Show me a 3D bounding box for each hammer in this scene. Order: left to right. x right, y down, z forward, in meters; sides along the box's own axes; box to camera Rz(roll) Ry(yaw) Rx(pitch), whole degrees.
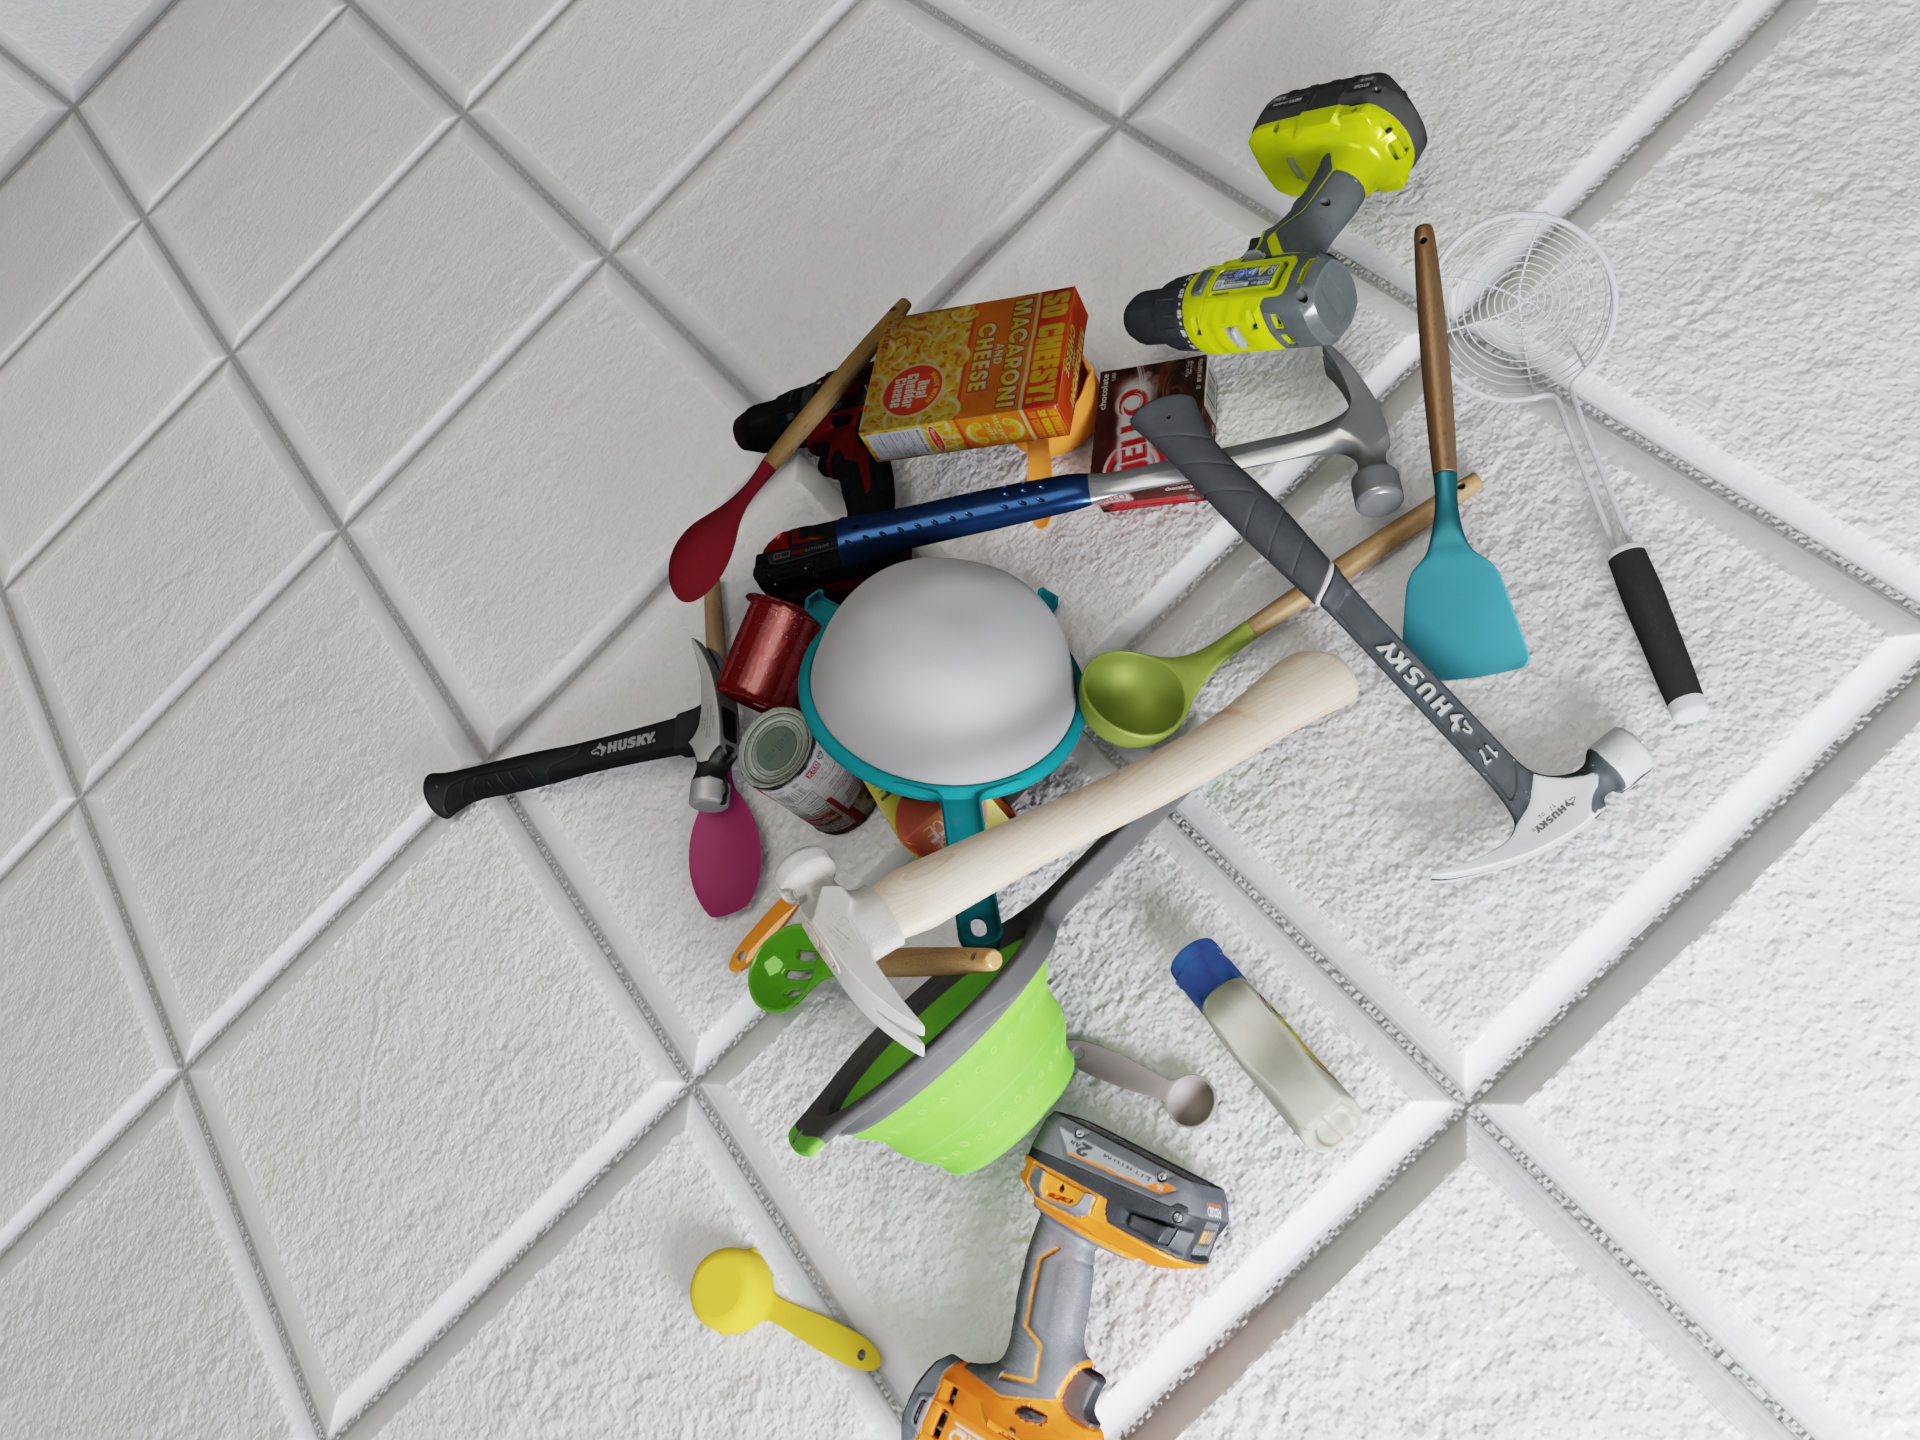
[{"bbox_3d":[-0.329,0.029,1.354,0.335,0.035,0.146,-12,64,27],"label":"hammer"},{"bbox_3d":[0.106,-0.176,1.166,0.405,0.035,0.144,-11,59,12],"label":"hammer"},{"bbox_3d":[0.096,0.059,1.000,0.410,0.038,0.146,-26,53,-22],"label":"hammer"},{"bbox_3d":[0.249,-0.072,1.047,0.149,0.036,0.409,-40,68,2],"label":"hammer"}]

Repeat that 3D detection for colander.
[{"bbox_3d":[0.064,0.171,1.052,0.397,0.204,0.094,-42,92,-16],"label":"colander"}]

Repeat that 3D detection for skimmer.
[{"bbox_3d":[0.403,-0.169,1.036,0.127,0.090,0.364,-26,57,29],"label":"skimmer"}]

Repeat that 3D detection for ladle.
[{"bbox_3d":[-0.140,-0.228,1.309,0.069,0.031,0.315,30,78,43],"label":"ladle"},{"bbox_3d":[0.224,-0.083,1.114,0.320,0.062,0.078,-34,63,7],"label":"ladle"}]

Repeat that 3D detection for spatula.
[{"bbox_3d":[0.326,-0.187,1.076,0.082,0.044,0.318,-7,75,28],"label":"spatula"}]

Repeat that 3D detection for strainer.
[{"bbox_3d":[-0.002,-0.003,1.085,0.211,0.095,0.341,-1,46,-8],"label":"strainer"}]

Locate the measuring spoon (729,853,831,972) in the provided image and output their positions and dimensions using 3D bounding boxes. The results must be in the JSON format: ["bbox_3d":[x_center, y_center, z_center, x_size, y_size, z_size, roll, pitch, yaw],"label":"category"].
[{"bbox_3d":[-0.141,0.147,1.223,0.117,0.011,0.021,-50,54,-1],"label":"measuring spoon"}]

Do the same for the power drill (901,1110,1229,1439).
[{"bbox_3d":[0.077,0.372,0.960,0.164,0.084,0.226,20,82,33],"label":"power drill"}]

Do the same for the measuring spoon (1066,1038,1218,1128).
[{"bbox_3d":[0.117,0.236,1.045,0.124,0.018,0.034,16,75,40],"label":"measuring spoon"}]

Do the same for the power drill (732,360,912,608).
[{"bbox_3d":[-0.117,-0.197,1.339,0.188,0.080,0.227,-9,60,24],"label":"power drill"}]

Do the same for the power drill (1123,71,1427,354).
[{"bbox_3d":[0.237,-0.371,1.205,0.191,0.080,0.228,9,63,48],"label":"power drill"}]

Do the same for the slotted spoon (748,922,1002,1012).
[{"bbox_3d":[-0.063,0.167,1.082,0.314,0.031,0.070,-15,52,56],"label":"slotted spoon"}]

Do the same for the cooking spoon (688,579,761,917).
[{"bbox_3d":[-0.198,0.012,1.315,0.069,0.017,0.319,-20,59,22],"label":"cooking spoon"}]

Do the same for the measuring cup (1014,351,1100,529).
[{"bbox_3d":[0.071,-0.217,1.262,0.095,0.052,0.174,-11,64,23],"label":"measuring cup"}]

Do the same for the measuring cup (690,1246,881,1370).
[{"bbox_3d":[-0.121,0.404,1.077,0.157,0.029,0.062,12,73,34],"label":"measuring cup"}]
